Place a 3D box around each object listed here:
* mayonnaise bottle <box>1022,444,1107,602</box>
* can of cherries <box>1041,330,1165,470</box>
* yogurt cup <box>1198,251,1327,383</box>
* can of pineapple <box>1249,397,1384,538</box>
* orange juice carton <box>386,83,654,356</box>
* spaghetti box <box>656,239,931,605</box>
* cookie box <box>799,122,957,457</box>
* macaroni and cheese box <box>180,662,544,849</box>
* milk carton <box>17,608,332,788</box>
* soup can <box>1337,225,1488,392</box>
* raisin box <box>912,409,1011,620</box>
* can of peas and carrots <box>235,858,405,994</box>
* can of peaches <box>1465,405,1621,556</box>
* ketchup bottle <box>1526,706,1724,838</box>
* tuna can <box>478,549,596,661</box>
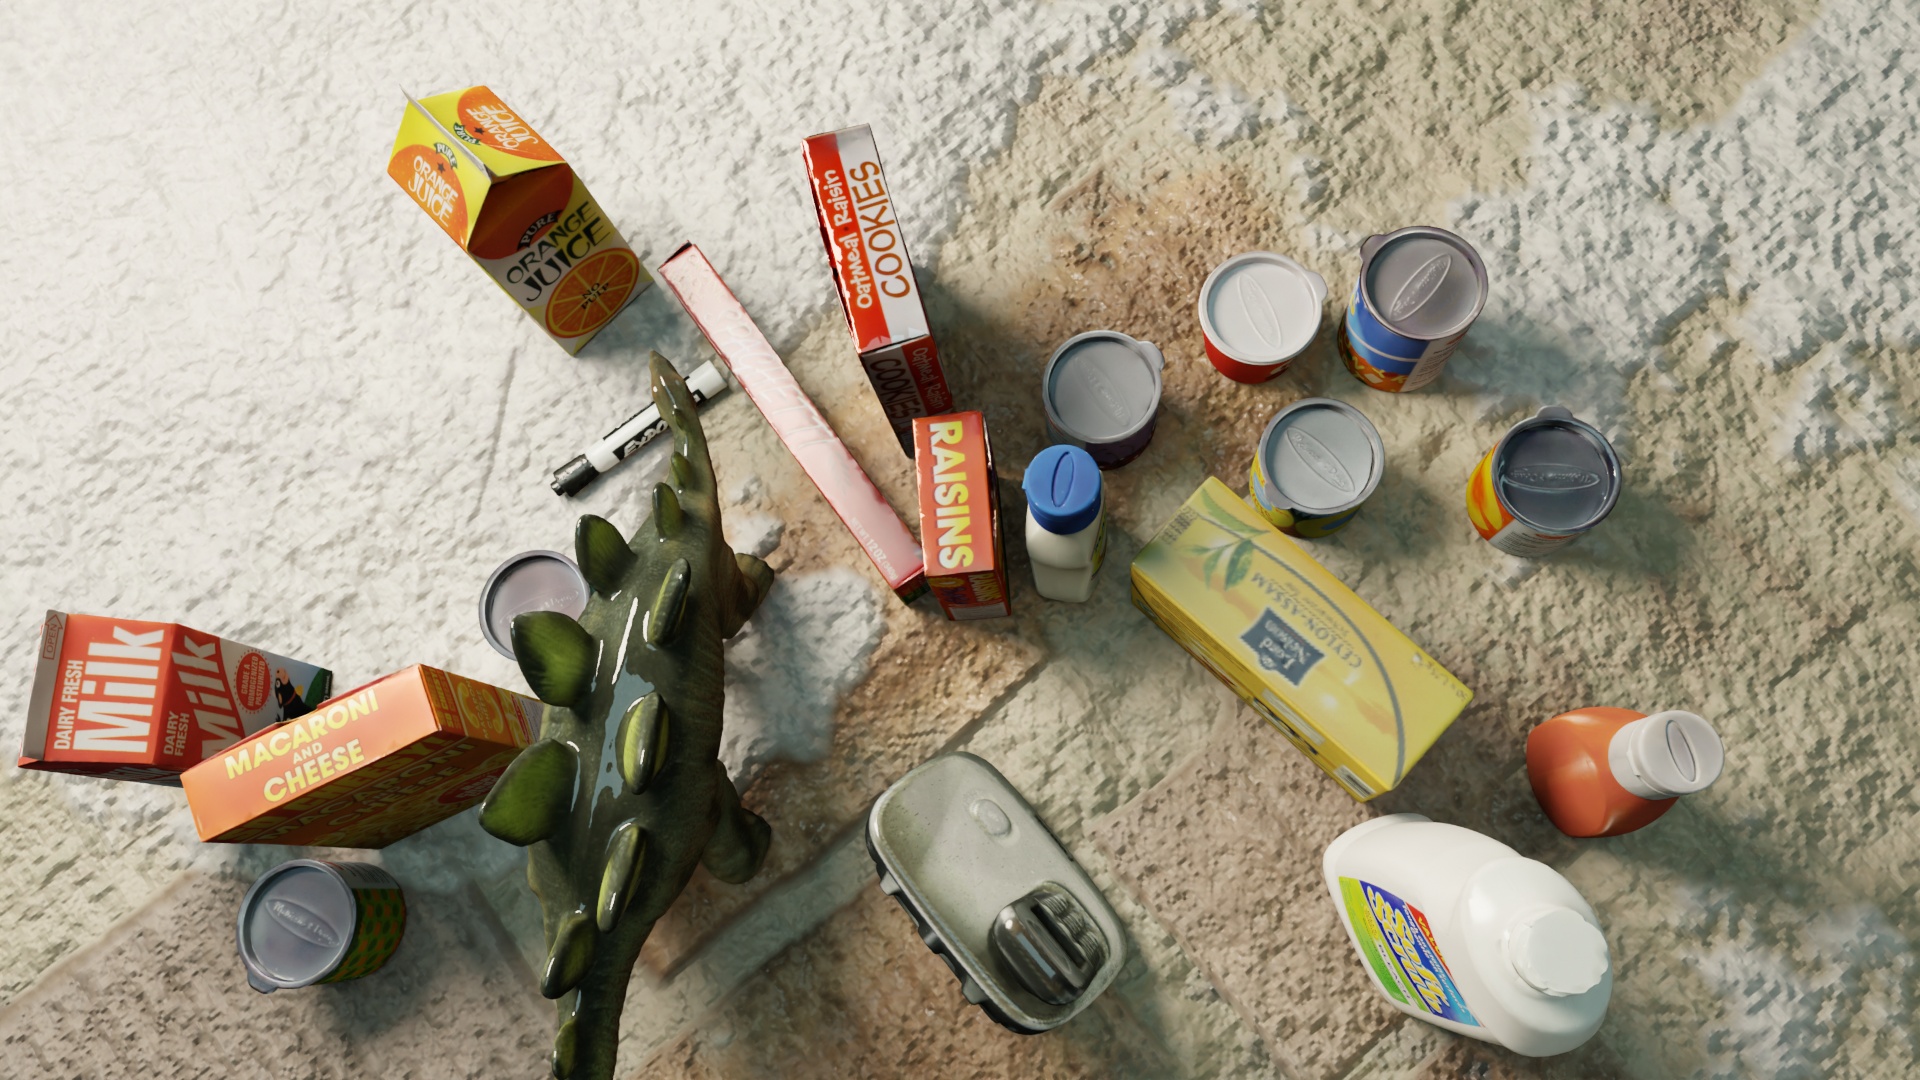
[{"bbox_3d":[0.056,-0.011,0.729,0.041,0.148,0.065,10,77,8],"label":"mayonnaise bottle"},{"bbox_3d":[0.083,-0.079,0.790,0.071,0.058,0.071,-1,76,5],"label":"can of cherries"},{"bbox_3d":[0.169,-0.124,0.796,0.072,0.054,0.072,-1,76,5],"label":"yogurt cup"},{"bbox_3d":[0.194,-0.038,0.769,0.071,0.057,0.071,-1,76,5],"label":"can of pineapple"},{"bbox_3d":[-0.249,-0.184,0.780,0.073,0.192,0.072,-45,76,-6],"label":"orange juice carton"},{"bbox_3d":[-0.095,-0.070,0.809,0.029,0.050,0.250,-36,75,-4],"label":"spaghetti box"},{"bbox_3d":[-0.041,-0.129,0.759,0.040,0.167,0.123,-17,75,1],"label":"cookie box"},{"bbox_3d":[-0.293,0.116,0.720,0.124,0.166,0.040,-25,75,-1],"label":"macaroni and cheese box"},{"bbox_3d":[-0.415,0.088,0.727,0.073,0.190,0.072,-2,76,5],"label":"milk carton"},{"bbox_3d":[0.247,-0.129,0.774,0.071,0.083,0.071,-1,76,5],"label":"soup can"},{"bbox_3d":[0.003,-0.009,0.746,0.040,0.123,0.086,-5,75,4],"label":"raisin box"},{"bbox_3d":[-0.348,0.210,0.757,0.071,0.058,0.071,-1,76,5],"label":"can of peas and carrots"},{"bbox_3d":[0.315,-0.031,0.755,0.071,0.058,0.071,-1,76,5],"label":"can of peaches"},{"bbox_3d":[0.318,0.109,0.671,0.043,0.148,0.065,-15,75,2],"label":"ketchup bottle"},{"bbox_3d":[-0.240,0.043,0.803,0.071,0.032,0.071,-1,75,5],"label":"tuna can"}]
